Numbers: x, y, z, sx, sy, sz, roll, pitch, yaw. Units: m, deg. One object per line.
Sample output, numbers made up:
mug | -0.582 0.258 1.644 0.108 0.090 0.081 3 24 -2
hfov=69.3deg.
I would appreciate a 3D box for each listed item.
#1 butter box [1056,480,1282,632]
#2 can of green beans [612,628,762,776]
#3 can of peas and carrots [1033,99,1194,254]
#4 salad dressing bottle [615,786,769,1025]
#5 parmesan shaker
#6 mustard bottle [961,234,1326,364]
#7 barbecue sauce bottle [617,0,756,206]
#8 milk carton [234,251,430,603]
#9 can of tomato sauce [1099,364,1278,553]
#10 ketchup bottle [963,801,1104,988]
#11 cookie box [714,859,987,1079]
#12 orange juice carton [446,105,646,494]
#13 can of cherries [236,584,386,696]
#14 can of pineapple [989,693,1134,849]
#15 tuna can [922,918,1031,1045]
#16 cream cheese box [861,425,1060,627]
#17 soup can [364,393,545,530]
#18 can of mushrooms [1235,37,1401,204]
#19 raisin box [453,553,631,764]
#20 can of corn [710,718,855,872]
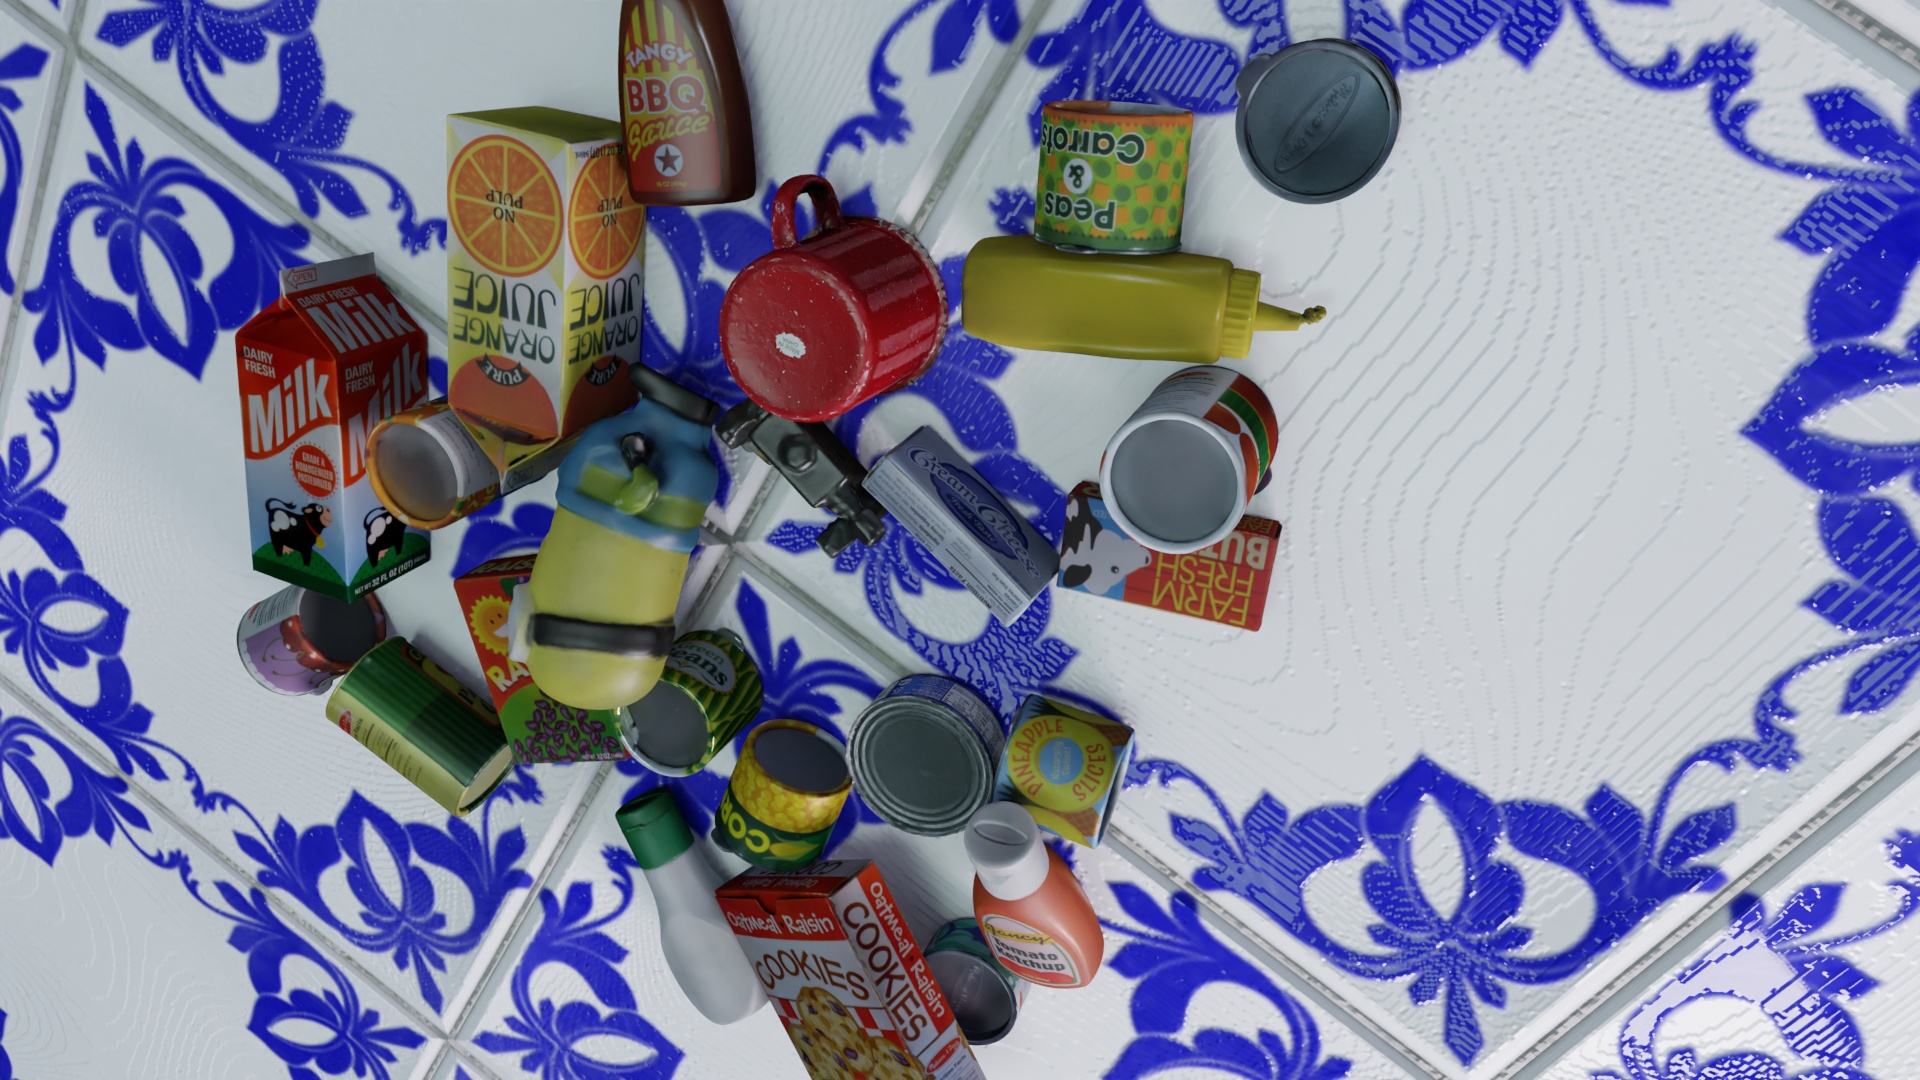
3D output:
butter box | 0.102 0.007 0.682 0.103 0.024 0.053 12 114 17
can of green beans | -0.156 0.093 0.794 0.071 0.058 0.071 7 112 18
can of peas and carrots | 0.065 -0.159 0.606 0.071 0.071 0.058 10 113 18
salad dressing bottle | -0.164 0.224 0.856 0.064 0.044 0.147 -21 100 20
parmesan shaker | -0.332 0.117 0.869 0.103 0.071 0.071 36 118 4
mustard bottle | 0.082 -0.106 0.625 0.160 0.065 0.048 9 115 13
barbecue sauce bottle | -0.137 -0.239 0.670 0.065 0.044 0.148 4 111 19
milk carton | -0.362 -0.069 0.805 0.073 0.072 0.189 16 114 16
can of tomato sauce | 0.106 -0.036 0.630 0.071 0.083 0.071 7 112 19
ketchup bottle | 0.035 0.185 0.724 0.065 0.044 0.148 9 145 22
cookie box | -0.063 0.266 0.806 0.122 0.040 0.167 -17 102 48
orange juice carton | -0.217 -0.123 0.729 0.073 0.072 0.191 16 114 16
can of cherries | -0.406 0.060 0.876 0.058 0.072 0.071 -24 100 26
can of pineapple | 0.053 0.118 0.717 0.058 0.071 0.070 17 115 14
tuna can | 0.004 0.255 0.808 0.071 0.033 0.070 7 112 19
cream cheese box | 0.002 -0.009 0.697 0.104 0.053 0.024 45 120 1
soup can | -0.279 -0.049 0.774 0.071 0.084 0.071 8 113 19
can of mushrooms | 0.150 -0.179 0.587 0.071 0.033 0.070 8 113 19
raisin box | -0.240 0.070 0.830 0.086 0.040 0.123 -6 108 23
can of corn | -0.101 0.144 0.785 0.071 0.071 0.058 28 116 9
